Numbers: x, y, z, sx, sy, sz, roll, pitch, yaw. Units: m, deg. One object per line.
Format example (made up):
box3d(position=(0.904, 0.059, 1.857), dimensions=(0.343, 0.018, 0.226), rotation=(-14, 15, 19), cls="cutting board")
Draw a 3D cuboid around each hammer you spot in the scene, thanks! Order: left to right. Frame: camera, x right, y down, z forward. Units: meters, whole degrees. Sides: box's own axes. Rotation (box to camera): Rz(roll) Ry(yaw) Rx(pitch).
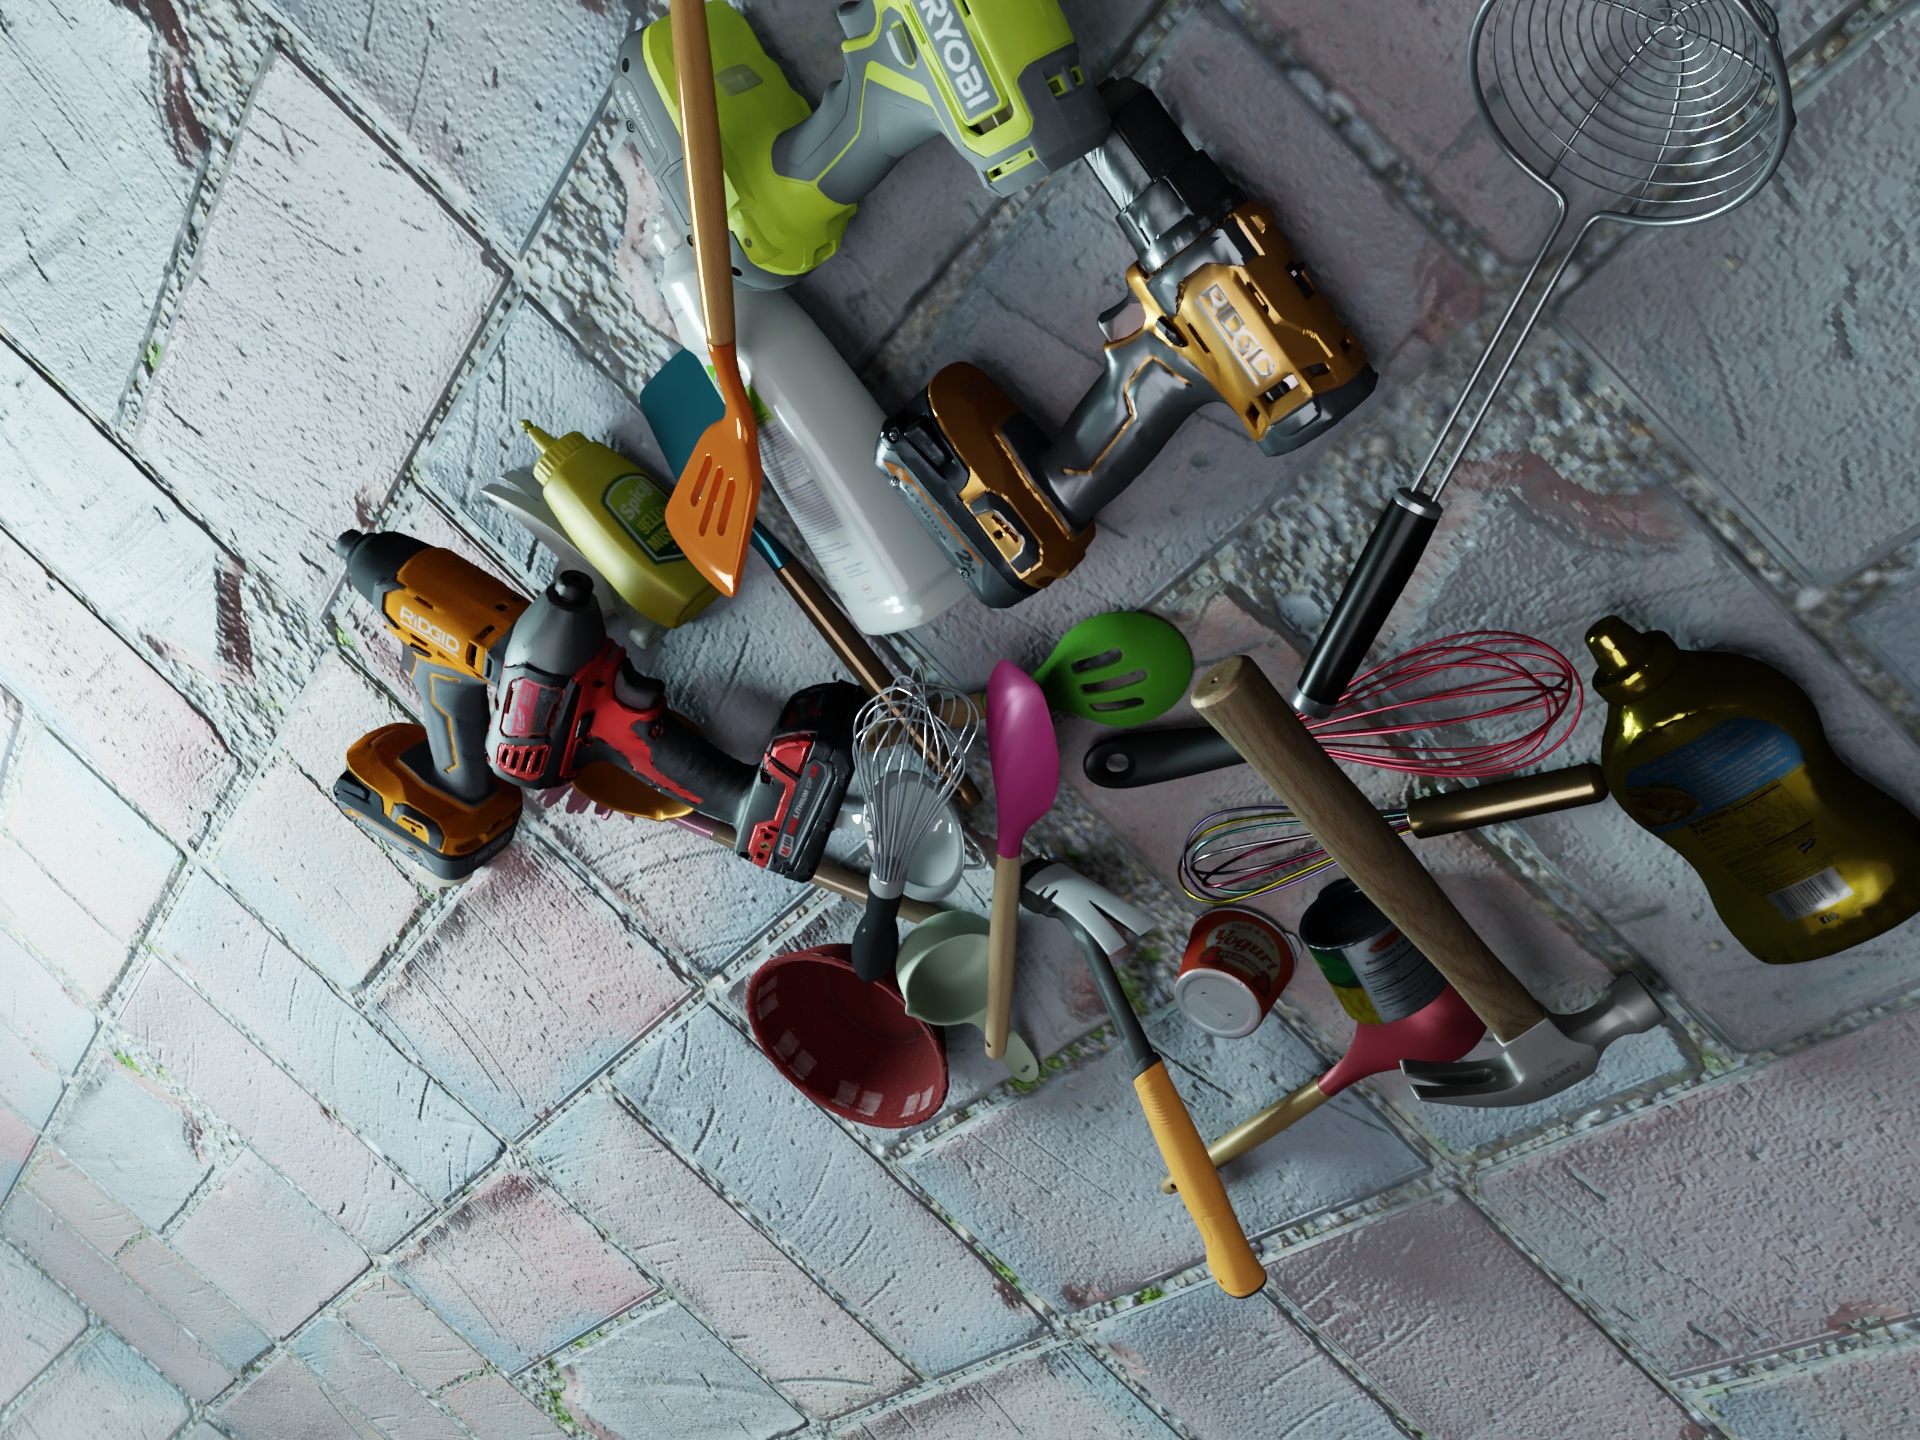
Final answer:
box3d(position=(-0.335, -0.003, 1.145), dimensions=(0.146, 0.038, 0.410), rotation=(41, 132, 0), cls="hammer")
box3d(position=(0.131, 0.242, 1.011), dimensions=(0.127, 0.034, 0.336), rotation=(24, 142, 62), cls="hammer")
box3d(position=(0.225, 0.089, 0.812), dimensions=(0.130, 0.031, 0.331), rotation=(-39, 114, 14), cls="hammer")

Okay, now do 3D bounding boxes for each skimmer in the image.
box3d(position=(0.214, -0.139, 0.678), dimensions=(0.127, 0.090, 0.363), rotation=(33, 125, 18), cls="skimmer")

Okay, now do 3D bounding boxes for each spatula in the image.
box3d(position=(-0.126, -0.204, 0.773), dimensions=(0.081, 0.041, 0.322), rotation=(47, 151, 34), cls="spatula")
box3d(position=(-0.081, -0.077, 0.939), dimensions=(0.082, 0.044, 0.317), rotation=(-28, 104, 39), cls="spatula")

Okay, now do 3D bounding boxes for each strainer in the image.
box3d(position=(-0.080, 0.063, 1.045), dimensions=(0.258, 0.050, 0.087), rotation=(8, 108, 32), cls="strainer")

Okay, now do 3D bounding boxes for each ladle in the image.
box3d(position=(0.216, 0.241, 1.011), dimensions=(0.069, 0.031, 0.315), rotation=(39, 134, 0), cls="ladle")

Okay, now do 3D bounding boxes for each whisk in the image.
box3d(position=(-0.038, 0.075, 0.955), dimensions=(0.070, 0.070, 0.284), rotation=(25, 138, 12), cls="whisk")
box3d(position=(0.184, 0.006, 0.844), dimensions=(0.296, 0.073, 0.073), rotation=(-11, 116, 41), cls="whisk")
box3d(position=(0.227, 0.063, 0.868), dimensions=(0.245, 0.047, 0.051), rotation=(-16, 111, 33), cls="whisk")

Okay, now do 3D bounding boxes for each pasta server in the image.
box3d(position=(-0.149, 0.093, 1.106), dimensions=(0.316, 0.060, 0.040), rotation=(20, 86, 13), cls="pasta server")

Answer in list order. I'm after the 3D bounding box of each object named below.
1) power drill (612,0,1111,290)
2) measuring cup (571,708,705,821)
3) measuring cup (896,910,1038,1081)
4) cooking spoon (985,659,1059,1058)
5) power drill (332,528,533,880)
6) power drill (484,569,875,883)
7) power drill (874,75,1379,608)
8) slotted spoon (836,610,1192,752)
box3d(position=(-0.054, -0.300, 0.722), dimensions=(0.223, 0.080, 0.171), rotation=(-10, 114, 46), cls="power drill")
box3d(position=(-0.173, 0.024, 1.058), dimensions=(0.173, 0.052, 0.095), rotation=(-1, 149, 14), cls="measuring cup")
box3d(position=(0.012, 0.190, 1.080), dimensions=(0.083, 0.038, 0.167), rotation=(-32, 129, -1), cls="measuring cup")
box3d(position=(0.028, 0.099, 0.972), dimensions=(0.069, 0.017, 0.318), rotation=(41, 142, 39), cls="cooking spoon")
box3d(position=(-0.361, -0.018, 1.077), dimensions=(0.164, 0.084, 0.226), rotation=(31, 127, 12), cls="power drill")
box3d(position=(-0.170, 0.001, 0.959), dimensions=(0.219, 0.079, 0.143), rotation=(20, 121, -4), cls="power drill")
box3d(position=(0.060, -0.176, 0.773), dimensions=(0.226, 0.084, 0.185), rotation=(-31, 101, 36), cls="power drill")
box3d(position=(-0.002, -0.003, 0.963), dimensions=(0.314, 0.031, 0.070), rotation=(-15, 112, 38), cls="slotted spoon")
